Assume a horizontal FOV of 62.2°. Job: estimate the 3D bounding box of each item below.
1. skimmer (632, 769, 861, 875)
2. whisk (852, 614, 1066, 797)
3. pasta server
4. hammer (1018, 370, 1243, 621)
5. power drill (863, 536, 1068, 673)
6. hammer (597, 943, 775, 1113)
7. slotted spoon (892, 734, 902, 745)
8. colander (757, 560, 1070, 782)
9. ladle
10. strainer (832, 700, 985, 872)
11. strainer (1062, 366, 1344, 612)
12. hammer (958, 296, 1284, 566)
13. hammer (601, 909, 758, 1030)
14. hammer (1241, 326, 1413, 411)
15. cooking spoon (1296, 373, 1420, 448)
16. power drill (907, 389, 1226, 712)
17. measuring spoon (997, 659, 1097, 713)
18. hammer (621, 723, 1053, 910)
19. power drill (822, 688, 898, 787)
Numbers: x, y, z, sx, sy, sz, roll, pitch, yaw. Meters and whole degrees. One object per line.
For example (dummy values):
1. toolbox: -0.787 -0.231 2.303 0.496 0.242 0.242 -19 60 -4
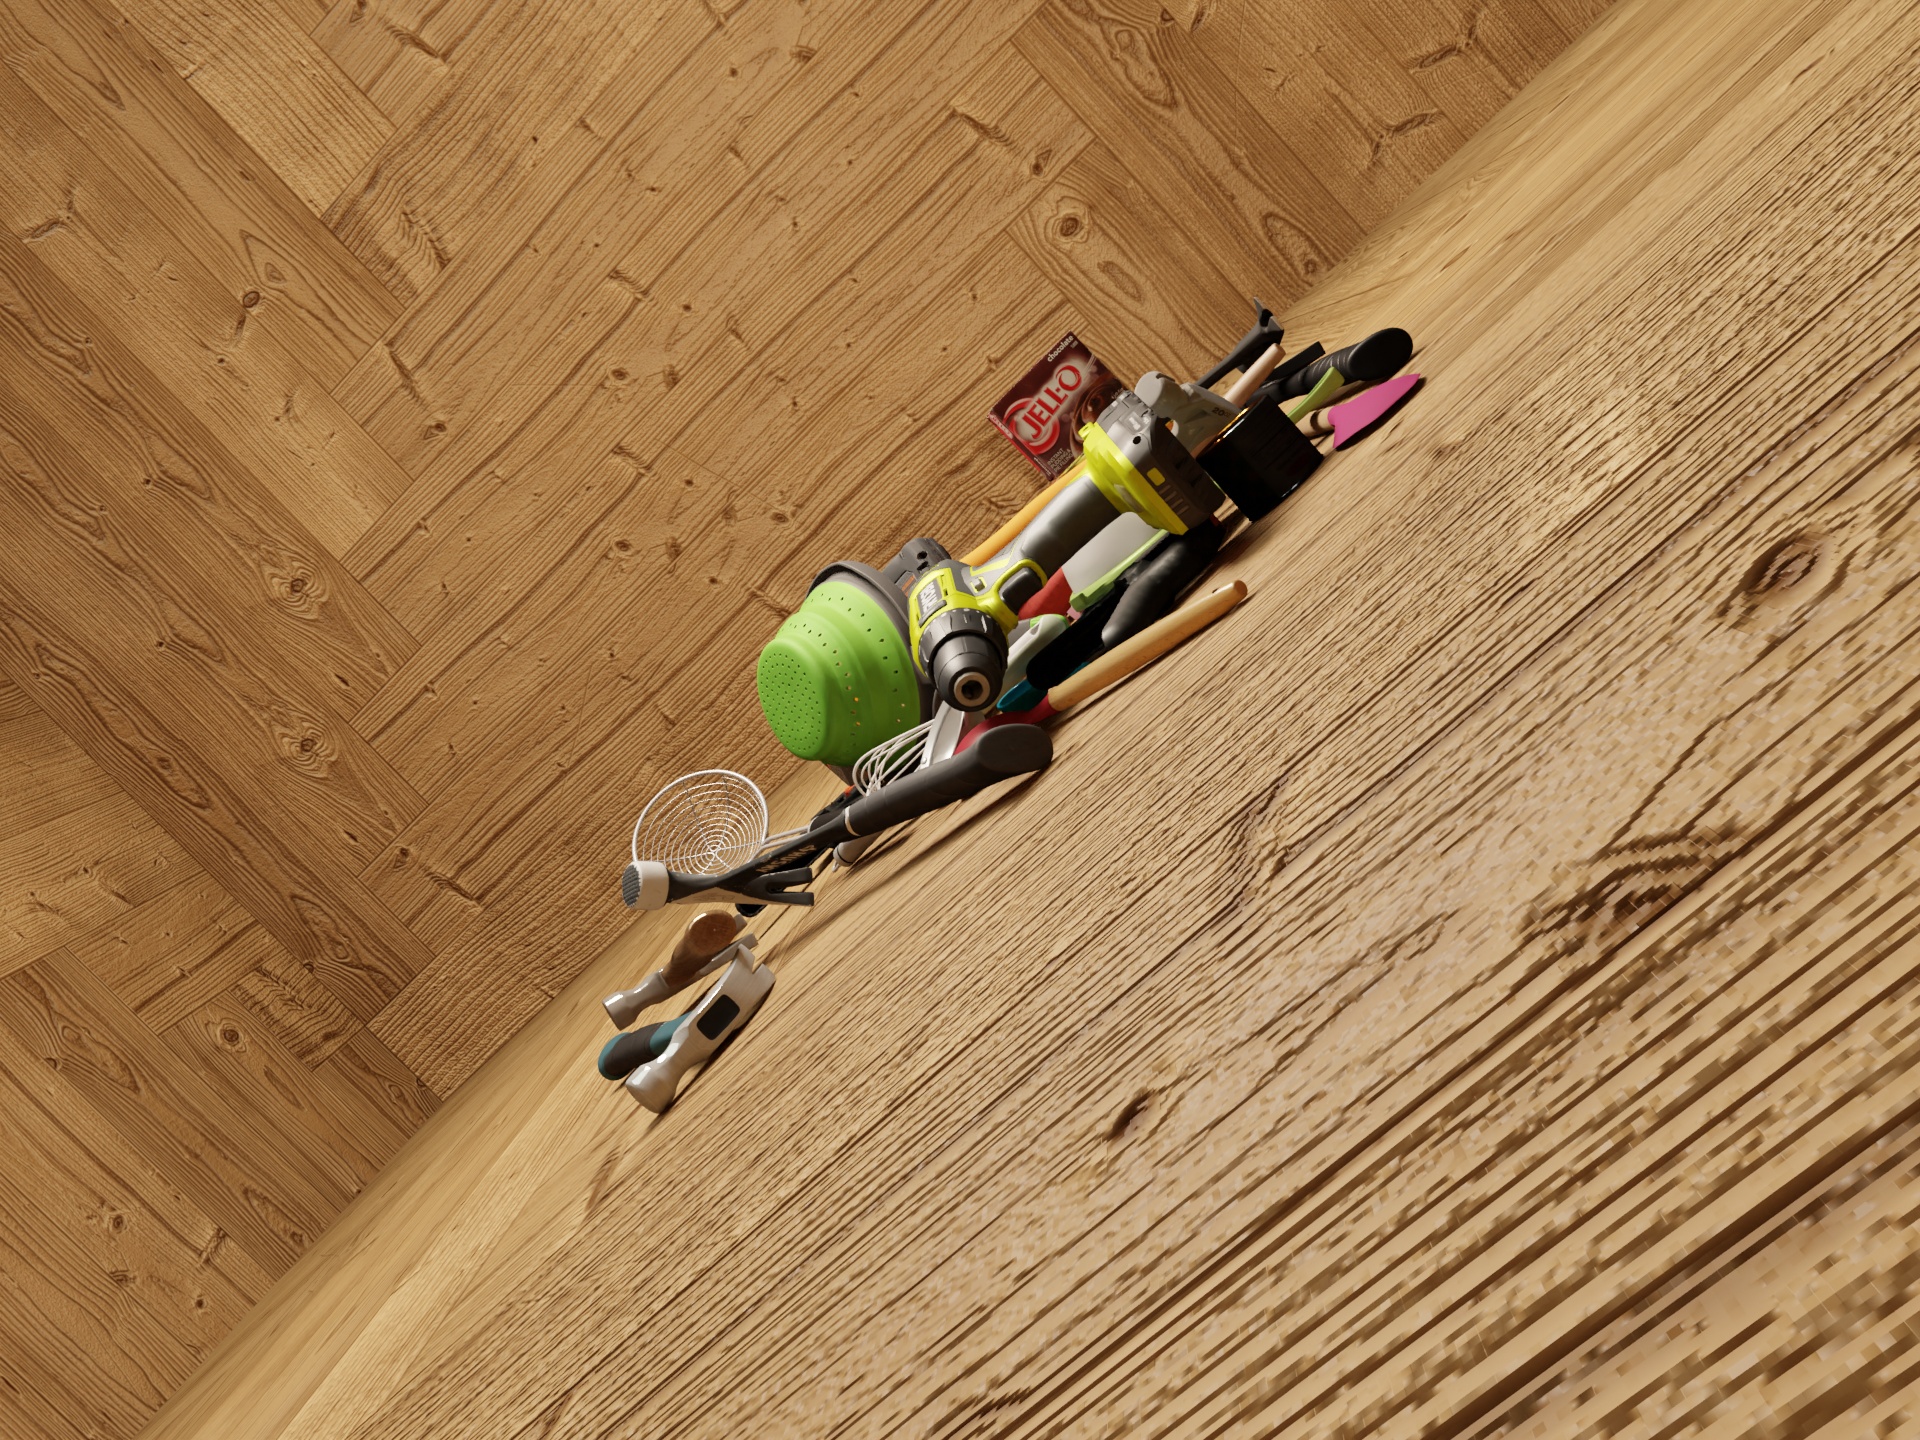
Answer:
1. skimmer: -0.162 0.079 1.286 0.363 0.090 0.127 -18 39 59
2. whisk: -0.002 -0.004 1.221 0.246 0.059 0.058 -43 21 35
3. pasta server: 0.169 -0.190 1.340 0.316 0.040 0.060 -48 2 32
4. hammer: 0.102 -0.121 1.313 0.149 0.037 0.359 15 -57 -41
5. power drill: 0.035 -0.121 1.446 0.226 0.080 0.188 -9 -27 -46
6. hammer: -0.216 0.231 1.147 0.128 0.033 0.331 -47 6 -26
7. slotted spoon: -0.014 -0.043 1.412 0.070 0.031 0.313 -41 -11 -34
8. colander: -0.062 -0.036 1.314 0.094 0.204 0.397 -21 8 -36
9. ladle: 0.074 -0.020 0.985 0.069 0.031 0.315 -48 8 -35
10. strainer: -0.037 0.051 1.190 0.258 0.050 0.087 -47 27 44
11. strainer: 0.162 -0.187 1.172 0.256 0.069 0.151 -40 5 13
12. hammer: 0.127 -0.219 1.313 0.337 0.034 0.127 -39 -5 3
13. hammer: -0.201 0.178 1.201 0.130 0.031 0.331 -31 -5 -20
14. hammer: 0.288 -0.279 1.296 0.146 0.035 0.335 -31 8 -4
15. cooking spoon: 0.264 -0.217 1.144 0.069 0.017 0.319 -42 6 3
16. power drill: 0.059 -0.105 1.056 0.228 0.080 0.191 -41 19 11
17. measuring spoon: 0.070 -0.021 1.115 0.042 0.021 0.128 -43 13 -27
18. hammer: -0.076 0.074 1.071 0.149 0.036 0.409 6 -21 -36
19. power drill: -0.049 -0.033 1.612 0.226 0.084 0.164 -44 -27 -13
